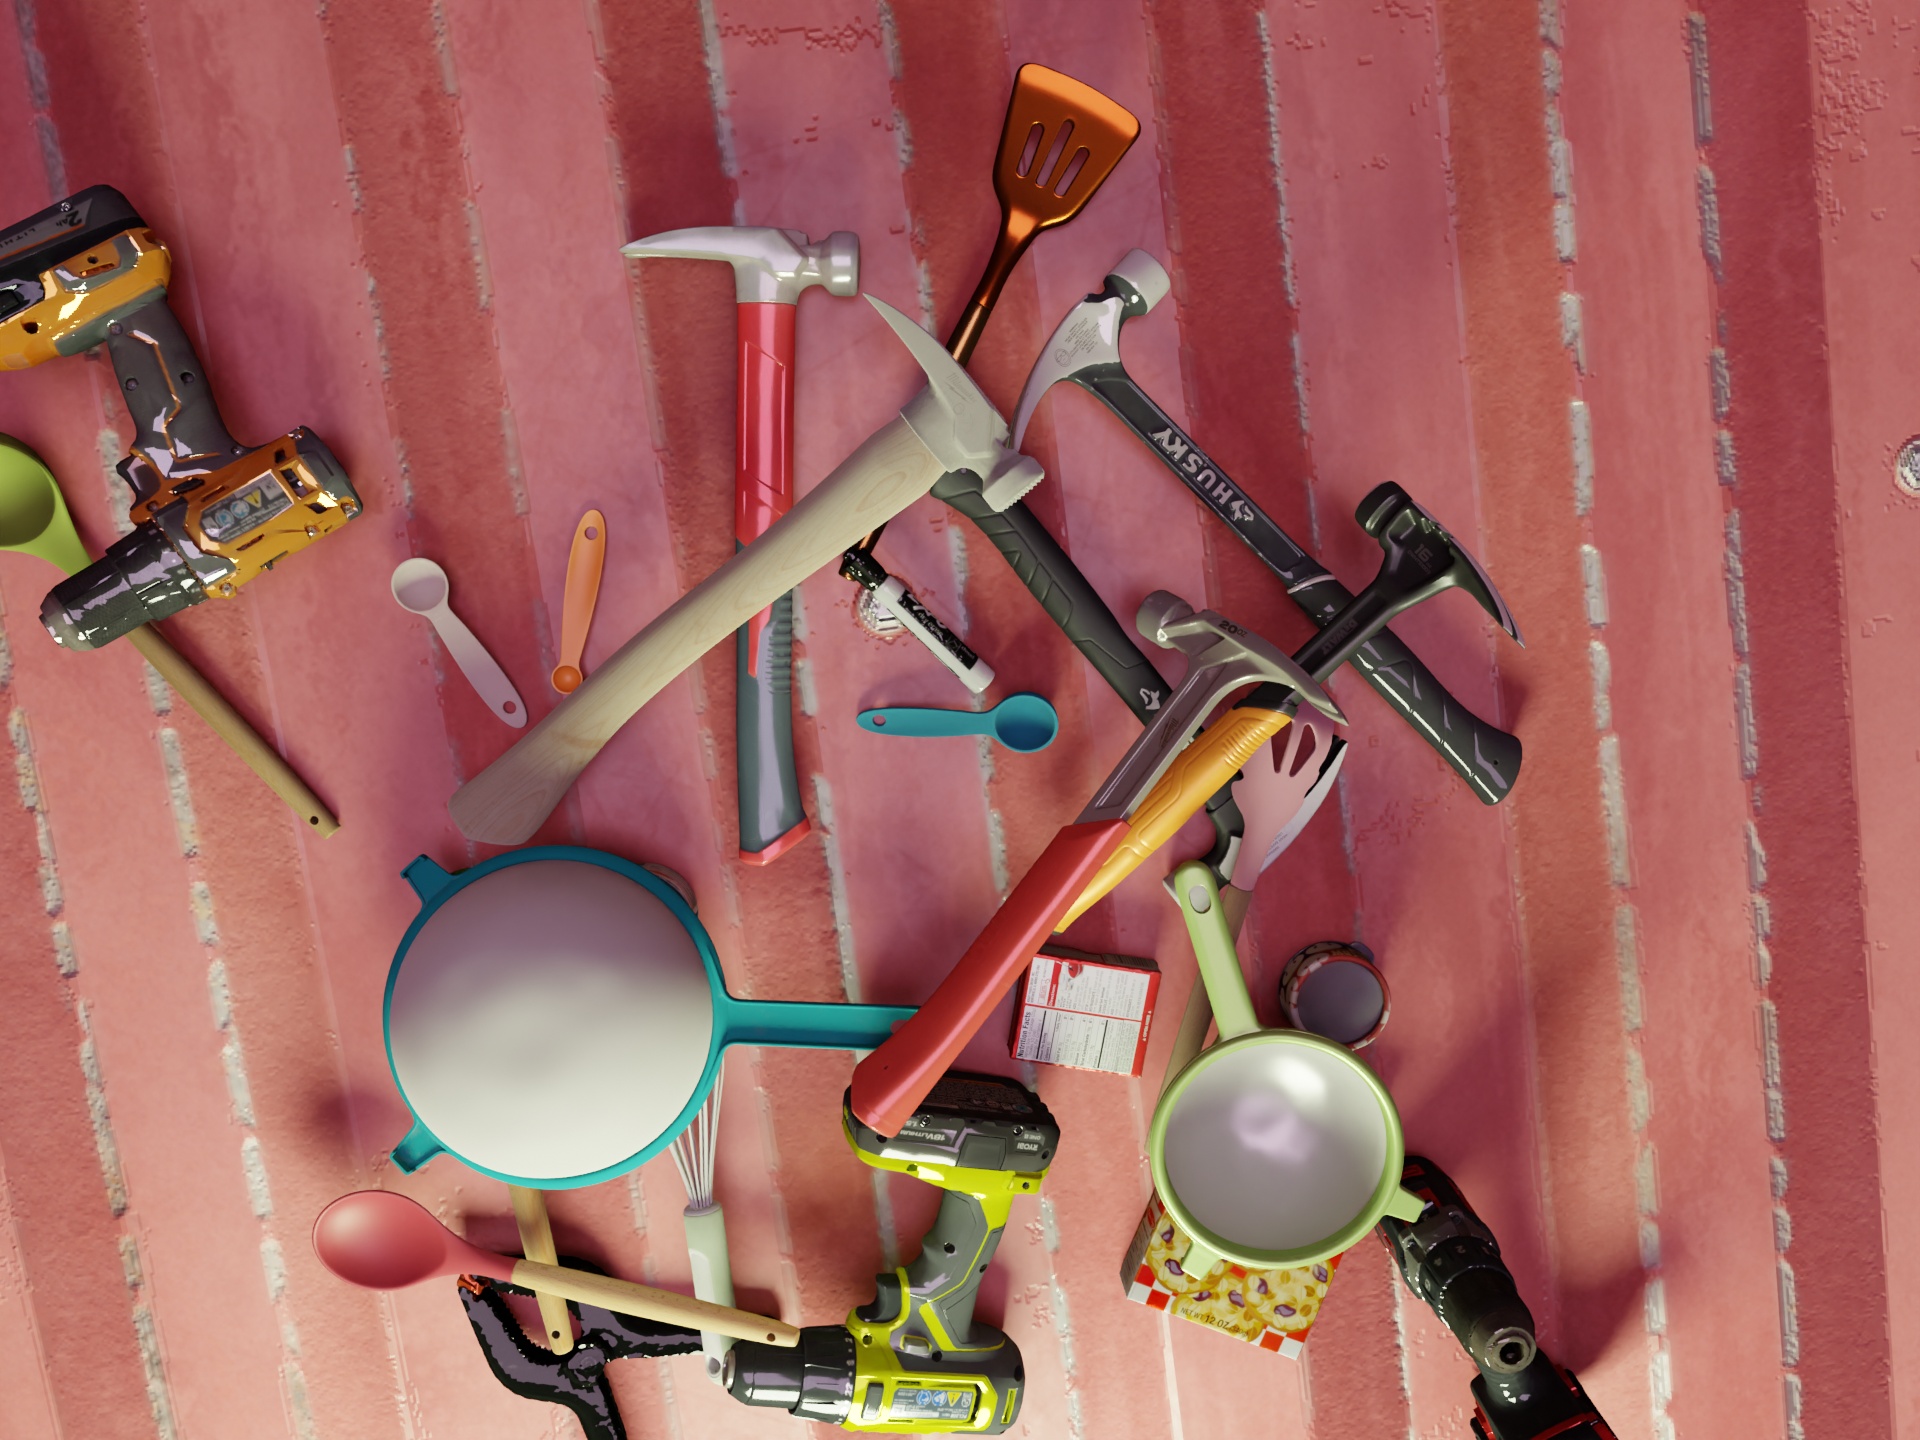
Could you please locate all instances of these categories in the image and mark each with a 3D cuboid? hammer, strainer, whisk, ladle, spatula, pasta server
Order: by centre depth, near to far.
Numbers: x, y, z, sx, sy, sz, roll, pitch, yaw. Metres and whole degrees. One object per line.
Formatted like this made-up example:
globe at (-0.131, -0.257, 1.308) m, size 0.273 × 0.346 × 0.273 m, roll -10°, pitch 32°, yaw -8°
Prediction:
hammer at (0.063, 0.096, 0.918) m, size 0.359 × 0.149 × 0.036 m, roll -53°, pitch 138°, yaw 1°
hammer at (0.166, 0.016, 0.936) m, size 0.337 × 0.127 × 0.034 m, roll -44°, pitch 141°, yaw 16°
strainer at (-0.184, 0.184, 0.938) m, size 0.340 × 0.095 × 0.211 m, roll 2°, pitch 89°, yaw 0°
hammer at (-0.153, -0.072, 0.945) m, size 0.410 × 0.038 × 0.146 m, roll -38°, pitch 92°, yaw 9°
spatula at (0.001, -0.230, 0.964) m, size 0.081 × 0.041 × 0.322 m, roll 26°, pitch 97°, yaw -6°
ladle at (-0.499, -0.045, 0.967) m, size 0.078 × 0.062 × 0.320 m, roll -39°, pitch 100°, yaw 13°
strainer at (0.174, 0.202, 0.971) m, size 0.151 × 0.069 × 0.256 m, roll -17°, pitch 95°, yaw 5°
hammer at (-0.136, -0.103, 0.978) m, size 0.143 × 0.038 × 0.386 m, roll 1°, pitch 97°, yaw -1°
hammer at (0.200, -0.094, 0.983) m, size 0.409 × 0.036 × 0.149 m, roll 44°, pitch 83°, yaw -8°
ladle at (-0.251, 0.346, 0.983) m, size 0.315 × 0.031 × 0.069 m, roll 9°, pitch 102°, yaw 10°
pasta server at (0.166, 0.126, 0.990) m, size 0.060 × 0.040 × 0.316 m, roll 15°, pitch 102°, yaw -3°
hammer at (0.100, -0.046, 0.994) m, size 0.146 × 0.035 × 0.334 m, roll -39°, pitch 97°, yaw 4°
whisk at (-0.166, 0.303, 1.014) m, size 0.058 × 0.059 × 0.246 m, roll -6°, pitch 93°, yaw 39°

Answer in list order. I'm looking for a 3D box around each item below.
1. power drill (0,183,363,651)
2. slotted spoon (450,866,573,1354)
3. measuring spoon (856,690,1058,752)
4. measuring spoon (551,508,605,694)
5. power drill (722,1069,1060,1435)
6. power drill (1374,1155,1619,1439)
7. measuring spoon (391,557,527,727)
power drill at (-0.488, -0.167, 0.917) m, size 0.185 × 0.084 × 0.226 m, roll -37°, pitch 99°, yaw -18°
slotted spoon at (-0.285, 0.248, 1.006) m, size 0.070 × 0.031 × 0.314 m, roll -12°, pitch 92°, yaw 4°
measuring spoon at (-0.002, -0.003, 1.008) m, size 0.128 × 0.021 × 0.042 m, roll 1°, pitch 120°, yaw 7°
measuring spoon at (-0.237, -0.074, 0.994) m, size 0.021 × 0.011 × 0.117 m, roll 10°, pitch 93°, yaw -4°
power drill at (-0.039, 0.341, 1.005) m, size 0.190 × 0.080 × 0.228 m, roll 11°, pitch 98°, yaw -17°
power drill at (0.339, 0.398, 0.985) m, size 0.080 × 0.188 × 0.226 m, roll -30°, pitch 101°, yaw 3°
measuring spoon at (-0.309, -0.048, 0.994) m, size 0.034 × 0.018 × 0.124 m, roll -32°, pitch 104°, yaw 2°
